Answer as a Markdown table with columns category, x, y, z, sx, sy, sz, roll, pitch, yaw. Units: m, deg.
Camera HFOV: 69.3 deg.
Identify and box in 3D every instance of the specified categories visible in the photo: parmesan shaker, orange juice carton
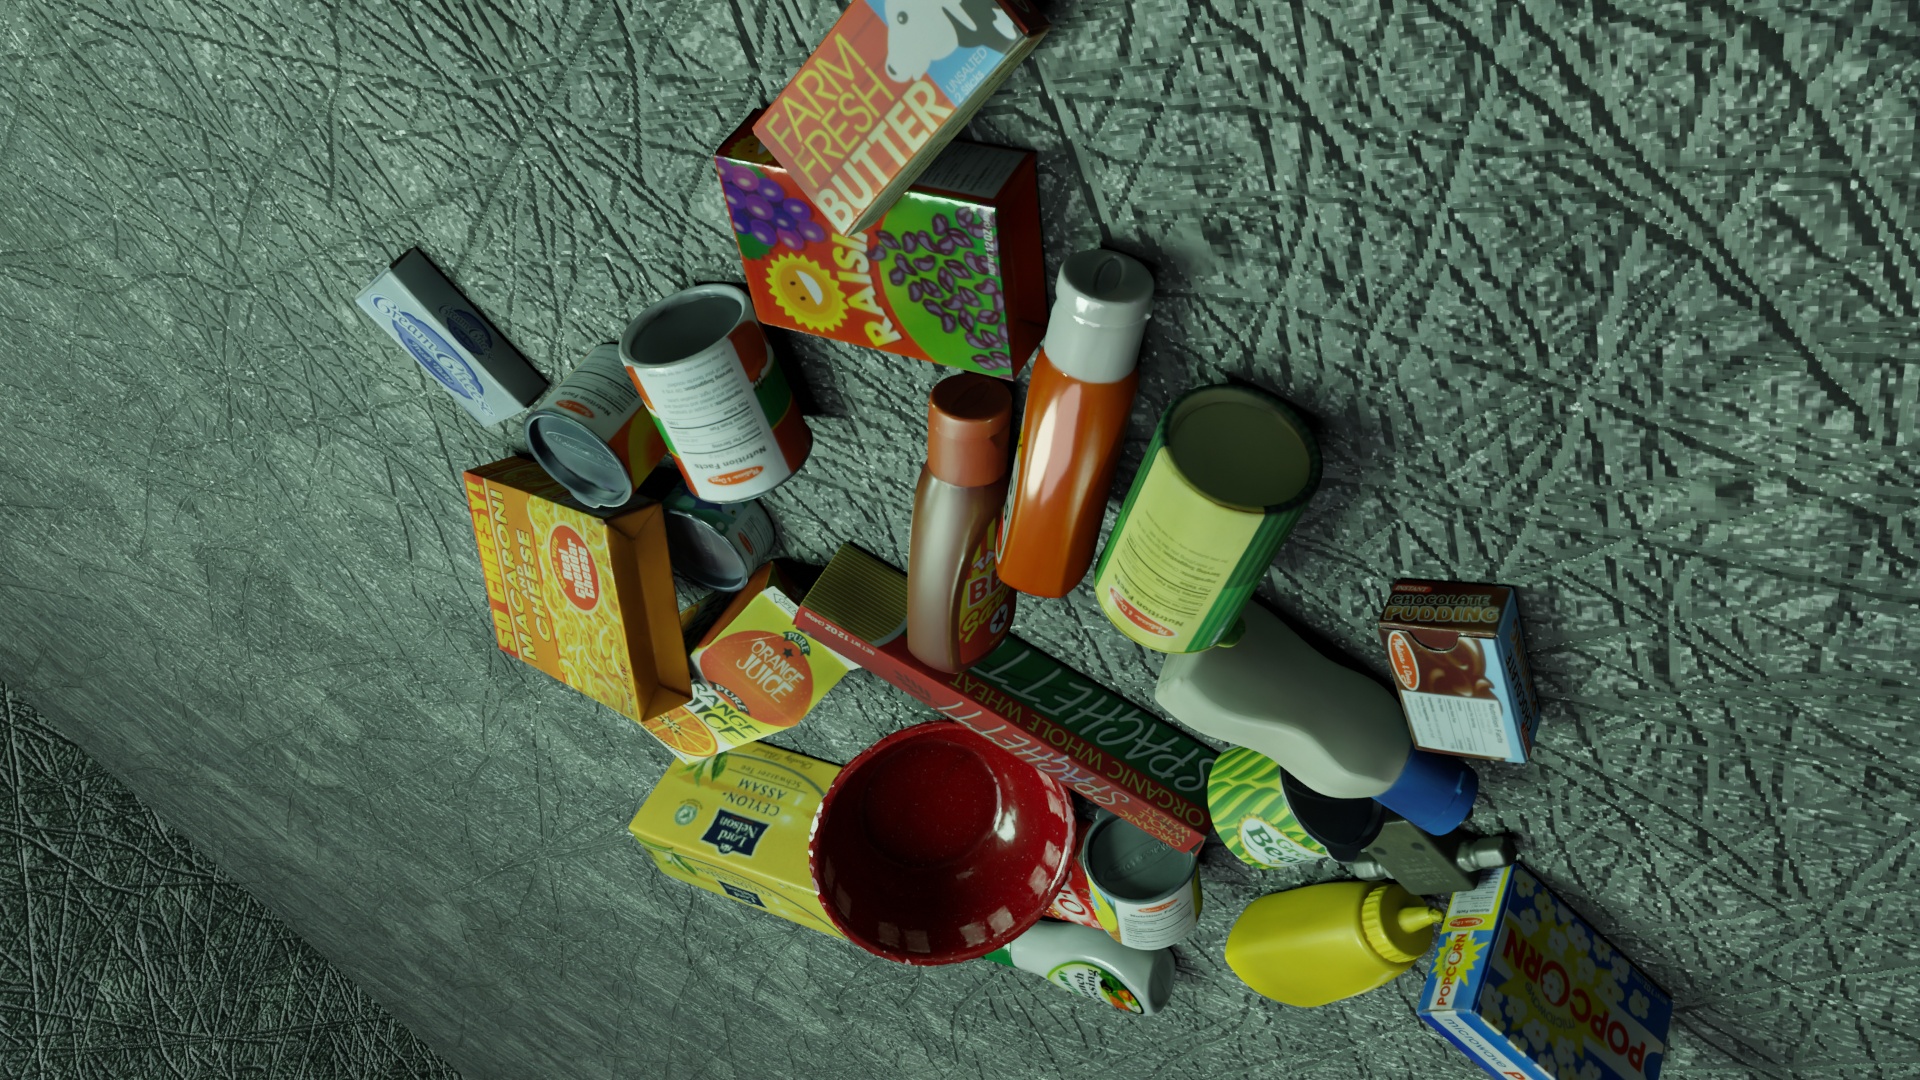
| category | x | y | z | sx | sy | sz | roll | pitch | yaw |
| --- | --- | --- | --- | --- | --- | --- | --- | --- | --- |
| parmesan shaker | 0.101 | -0.006 | 0.566 | 0.071 | 0.072 | 0.102 | 27 | 145 | 8 |
| orange juice carton | -0.132 | 0.073 | 0.843 | 0.071 | 0.073 | 0.192 | 44 | 143 | -16 |

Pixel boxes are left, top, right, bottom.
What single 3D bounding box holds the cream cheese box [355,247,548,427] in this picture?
| category | x | y | z | sx | sy | sz | roll | pitch | yaw |
| --- | --- | --- | --- | --- | --- | --- | --- | --- | --- |
| cream cheese box | -0.286 | -0.111 | 0.779 | 0.053 | 0.024 | 0.103 | -15 | 124 | 47 |

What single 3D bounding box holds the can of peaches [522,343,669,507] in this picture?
| category | x | y | z | sx | sy | sz | roll | pitch | yaw |
| --- | --- | --- | --- | --- | --- | --- | --- | --- | --- |
| can of peaches | -0.186 | -0.060 | 0.734 | 0.071 | 0.058 | 0.071 | 21 | 144 | 16 |

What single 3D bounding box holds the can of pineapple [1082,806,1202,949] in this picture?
| category | x | y | z | sx | sy | sz | roll | pitch | yaw |
| --- | --- | --- | --- | --- | --- | --- | --- | --- | --- |
| can of pineapple | 0.107 | 0.195 | 0.813 | 0.071 | 0.071 | 0.057 | 14 | 141 | 25 |

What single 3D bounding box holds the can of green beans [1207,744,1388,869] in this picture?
| category | x | y | z | sx | sy | sz | roll | pitch | yaw |
| --- | --- | --- | --- | --- | --- | --- | --- | --- | --- |
| can of green beans | 0.163 | 0.123 | 0.677 | 0.071 | 0.071 | 0.057 | 39 | 145 | -9 |

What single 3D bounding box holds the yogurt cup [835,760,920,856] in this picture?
| category | x | y | z | sx | sy | sz | roll | pitch | yaw |
| --- | --- | --- | --- | --- | --- | --- | --- | --- | --- |
| yogurt cup | -0.049 | 0.169 | 0.905 | 0.072 | 0.073 | 0.054 | 48 | 151 | -21 |

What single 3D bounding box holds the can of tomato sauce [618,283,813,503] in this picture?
| category | x | y | z | sx | sy | sz | roll | pitch | yaw |
| --- | --- | --- | --- | --- | --- | --- | --- | --- | --- |
| can of tomato sauce | -0.116 | -0.071 | 0.660 | 0.071 | 0.071 | 0.082 | 9 | 139 | 30 |

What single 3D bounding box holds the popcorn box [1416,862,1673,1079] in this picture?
| category | x | y | z | sx | sy | sz | roll | pitch | yaw |
| --- | --- | --- | --- | --- | --- | --- | --- | --- | --- |
| popcorn box | 0.293 | 0.232 | 0.692 | 0.126 | 0.085 | 0.038 | 40 | 146 | -12 |

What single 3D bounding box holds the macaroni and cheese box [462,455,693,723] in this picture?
| category | x | y | z | sx | sy | sz | roll | pitch | yaw |
| --- | --- | --- | --- | --- | --- | --- | --- | --- | --- |
| macaroni and cheese box | -0.227 | 0.025 | 0.820 | 0.166 | 0.040 | 0.123 | 16 | 118 | 44 |

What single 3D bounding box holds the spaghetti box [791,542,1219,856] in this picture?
| category | x | y | z | sx | sy | sz | roll | pitch | yaw |
| --- | --- | --- | --- | --- | --- | --- | --- | --- | --- |
| spaghetti box | 0.030 | 0.084 | 0.749 | 0.250 | 0.050 | 0.028 | 30 | 146 | 4 |

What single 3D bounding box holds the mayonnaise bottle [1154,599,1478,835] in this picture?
| category | x | y | z | sx | sy | sz | roll | pitch | yaw |
| --- | --- | --- | --- | --- | --- | --- | --- | --- | --- |
| mayonnaise bottle | 0.164 | 0.083 | 0.633 | 0.148 | 0.065 | 0.041 | 31 | 149 | -4 |

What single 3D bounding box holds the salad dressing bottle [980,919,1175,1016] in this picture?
| category | x | y | z | sx | sy | sz | roll | pitch | yaw |
| --- | --- | --- | --- | --- | --- | --- | --- | --- | --- |
| salad dressing bottle | 0.075 | 0.291 | 0.973 | 0.147 | 0.044 | 0.064 | 5 | 136 | 35 |

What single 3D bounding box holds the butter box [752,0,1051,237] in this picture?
| category | x | y | z | sx | sy | sz | roll | pitch | yaw |
| --- | --- | --- | --- | --- | --- | --- | --- | --- | --- |
| butter box | -0.023 | -0.157 | 0.477 | 0.053 | 0.024 | 0.103 | 50 | 124 | 0 |

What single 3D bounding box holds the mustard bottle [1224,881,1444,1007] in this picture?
| category | x | y | z | sx | sy | sz | roll | pitch | yaw |
| --- | --- | --- | --- | --- | --- | --- | --- | --- | --- |
| mustard bottle | 0.215 | 0.220 | 0.771 | 0.065 | 0.049 | 0.159 | 38 | 145 | -8 |

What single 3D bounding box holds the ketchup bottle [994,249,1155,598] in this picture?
| category | x | y | z | sx | sy | sz | roll | pitch | yaw |
| --- | --- | --- | --- | --- | --- | --- | --- | --- | --- |
| ketchup bottle | 0.047 | -0.047 | 0.567 | 0.043 | 0.065 | 0.148 | 16 | 134 | 6 |

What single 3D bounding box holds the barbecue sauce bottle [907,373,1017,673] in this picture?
| category | x | y | z | sx | sy | sz | roll | pitch | yaw |
| --- | --- | --- | --- | --- | --- | --- | --- | --- | --- |
| barbecue sauce bottle | 0.002 | -0.008 | 0.649 | 0.044 | 0.065 | 0.147 | 25 | 137 | 24 |

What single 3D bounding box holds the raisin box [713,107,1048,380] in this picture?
| category | x | y | z | sx | sy | sz | roll | pitch | yaw |
| --- | --- | --- | --- | --- | --- | --- | --- | --- | --- |
| raisin box | -0.030 | -0.119 | 0.555 | 0.123 | 0.040 | 0.085 | 15 | 142 | 22 |

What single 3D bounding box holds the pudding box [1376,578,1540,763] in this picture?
| category | x | y | z | sx | sy | sz | roll | pitch | yaw |
| --- | --- | --- | --- | --- | --- | --- | --- | --- | --- |
| pudding box | 0.212 | 0.056 | 0.587 | 0.049 | 0.030 | 0.083 | 3 | 136 | 37 |

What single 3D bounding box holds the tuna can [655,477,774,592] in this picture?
| category | x | y | z | sx | sy | sz | roll | pitch | yaw |
| --- | --- | --- | --- | --- | --- | --- | --- | --- | --- |
| tuna can | -0.143 | -0.005 | 0.790 | 0.071 | 0.033 | 0.070 | 21 | 144 | 16 |
